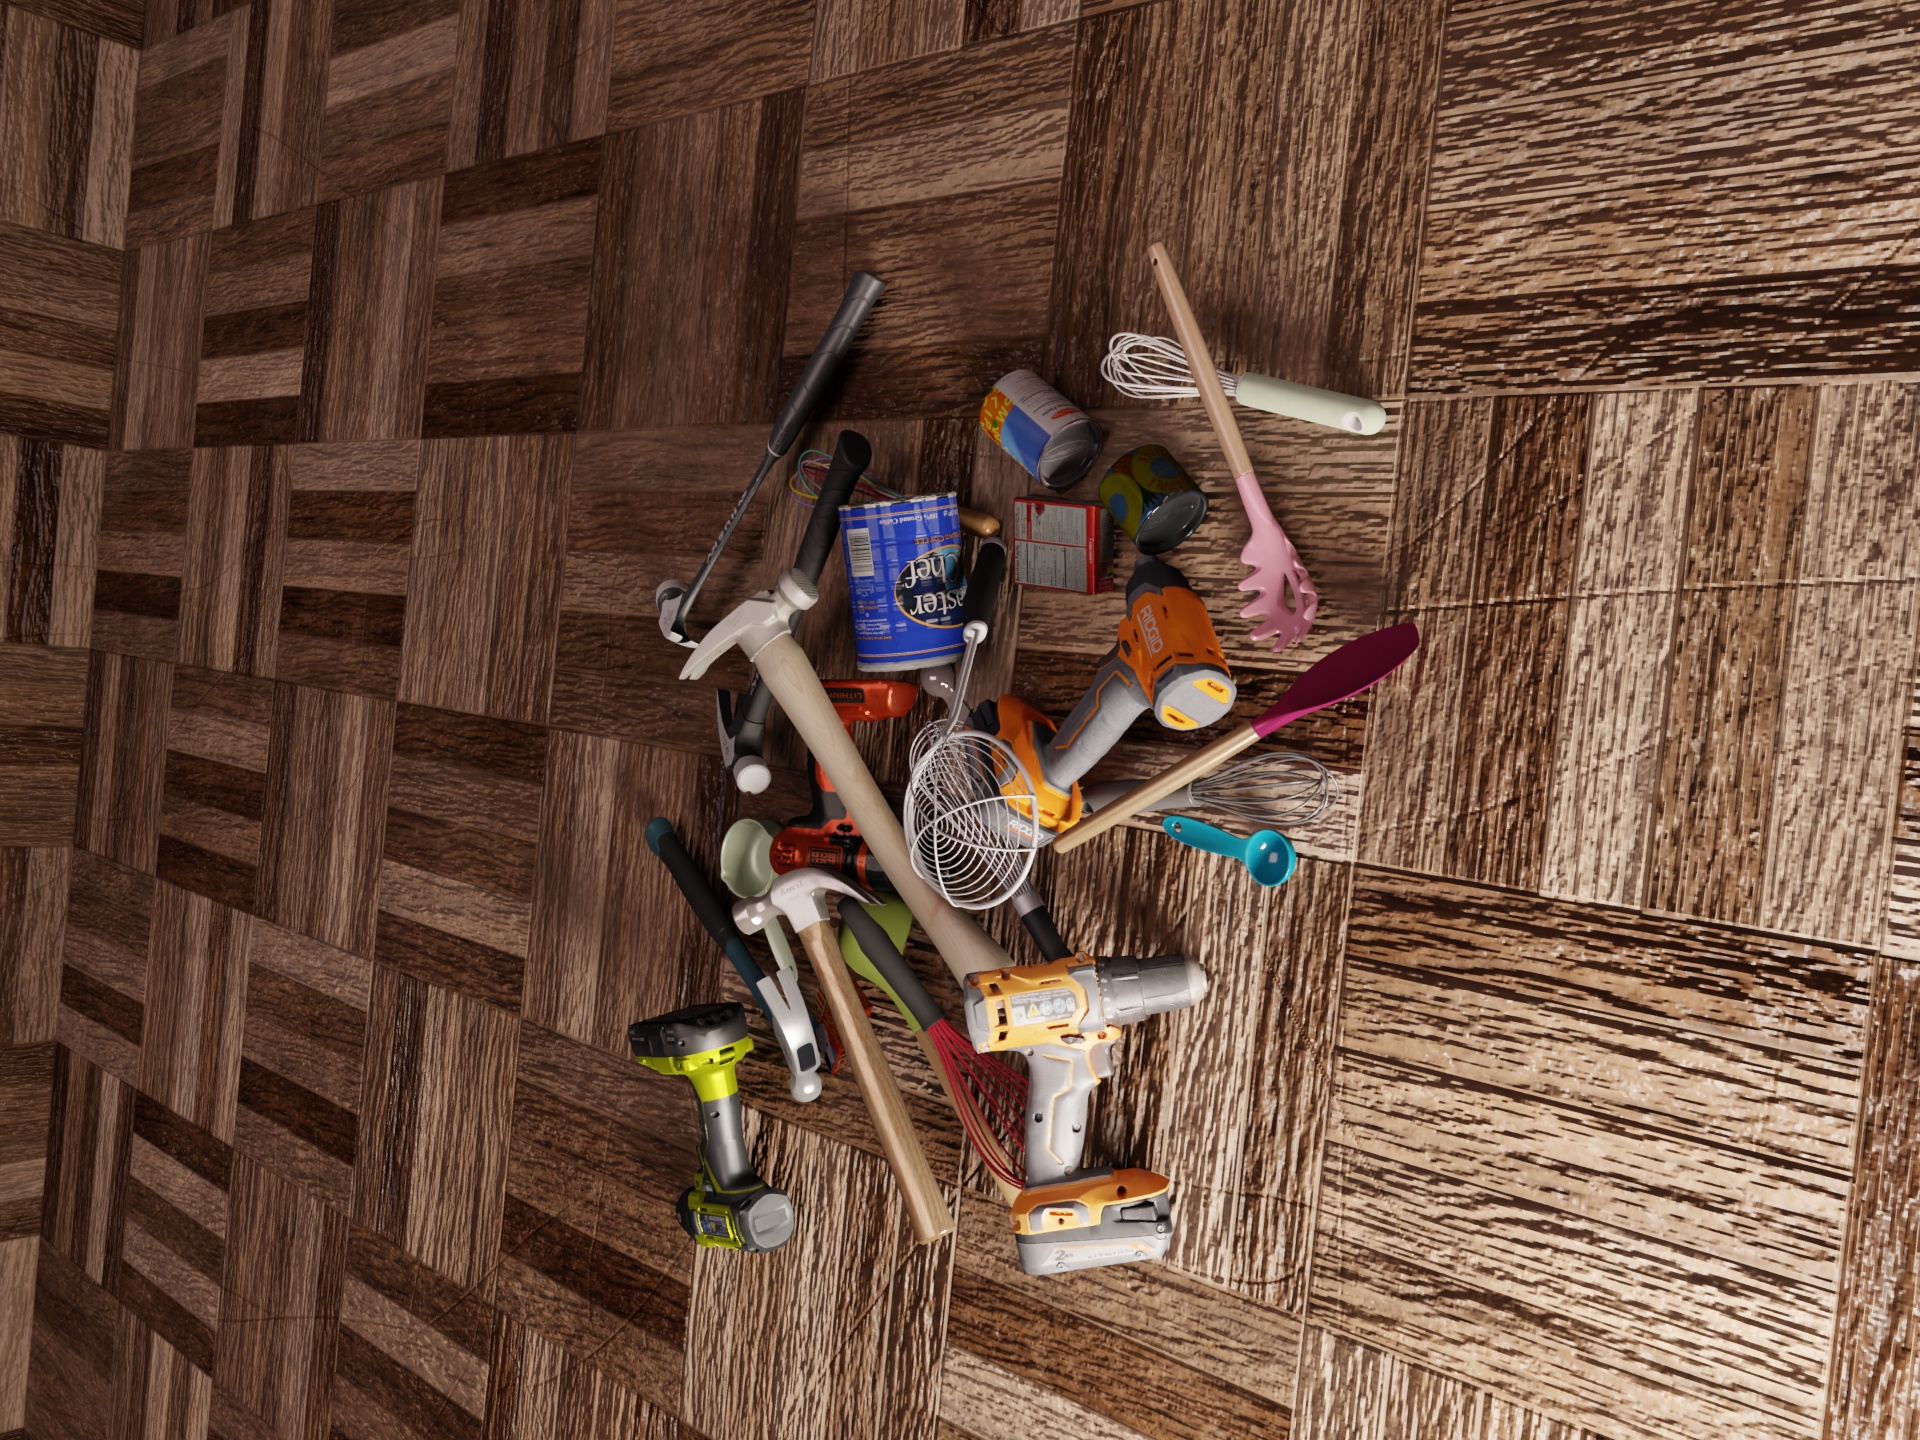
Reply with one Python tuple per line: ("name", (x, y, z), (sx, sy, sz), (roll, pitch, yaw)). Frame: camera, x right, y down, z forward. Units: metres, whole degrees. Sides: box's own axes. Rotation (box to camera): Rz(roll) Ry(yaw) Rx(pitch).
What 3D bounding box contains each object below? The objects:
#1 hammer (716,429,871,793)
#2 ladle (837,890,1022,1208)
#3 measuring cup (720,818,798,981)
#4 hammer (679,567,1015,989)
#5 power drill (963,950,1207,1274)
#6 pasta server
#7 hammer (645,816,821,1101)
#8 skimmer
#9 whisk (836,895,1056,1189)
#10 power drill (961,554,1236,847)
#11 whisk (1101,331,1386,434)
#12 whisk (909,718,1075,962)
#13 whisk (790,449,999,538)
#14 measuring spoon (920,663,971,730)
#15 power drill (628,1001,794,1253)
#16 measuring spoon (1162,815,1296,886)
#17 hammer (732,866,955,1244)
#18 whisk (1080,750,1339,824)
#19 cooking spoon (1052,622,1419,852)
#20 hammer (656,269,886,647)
("hammer", (-0.154, -0.108, 1.459), (0.334, 0.035, 0.146), (-67, 27, 21))
("ladle", (-0.014, 0.288, 1.369), (0.078, 0.062, 0.320), (-39, 70, 21))
("measuring cup", (-0.175, 0.171, 1.512), (0.083, 0.038, 0.168), (-37, 66, 33))
("hammer", (-0.089, 0.074, 1.364), (0.146, 0.038, 0.411), (-37, 77, 18))
("power drill", (0.108, 0.288, 1.207), (0.185, 0.084, 0.226), (-10, 85, 4))
("pasta server", (0.195, -0.205, 1.171), (0.060, 0.040, 0.316), (-24, 86, 50))
("hammer", (-0.224, 0.211, 1.531), (0.331, 0.033, 0.128), (48, 151, 38))
("skimmer", (0.024, -0.015, 1.241), (0.127, 0.090, 0.364), (-41, 23, 36))
("whisk", (-0.009, 0.263, 1.300), (0.073, 0.073, 0.296), (-44, 79, 31))
("power drill", (0.105, -0.021, 1.242), (0.226, 0.084, 0.164), (-41, 39, 28))
("whisk", (0.209, -0.253, 1.201), (0.246, 0.059, 0.057), (23, 147, 36))
("whisk", (0.041, 0.122, 1.306), (0.070, 0.070, 0.285), (-38, 74, 33))
("whisk", (-0.062, -0.202, 1.436), (0.245, 0.047, 0.051), (20, 113, 36))
("measuring spoon", (-0.002, -0.004, 1.383), (0.034, 0.018, 0.124), (-48, 60, 28))
("power drill", (-0.243, 0.389, 1.516), (0.171, 0.080, 0.223), (-15, 87, 51))
("measuring spoon", (0.205, 0.092, 1.203), (0.129, 0.021, 0.042), (17, 103, 49))
("hammer", (-0.081, 0.279, 1.352), (0.130, 0.031, 0.331), (-29, 76, 19))
("whisk", (0.180, 0.056, 1.207), (0.239, 0.055, 0.055), (-7, 83, 46))
("cooking spoon", (0.196, 0.019, 1.165), (0.319, 0.017, 0.069), (-33, 22, 25))
("hammer", (-0.185, -0.246, 1.520), (0.409, 0.036, 0.149), (-57, 24, 18))
